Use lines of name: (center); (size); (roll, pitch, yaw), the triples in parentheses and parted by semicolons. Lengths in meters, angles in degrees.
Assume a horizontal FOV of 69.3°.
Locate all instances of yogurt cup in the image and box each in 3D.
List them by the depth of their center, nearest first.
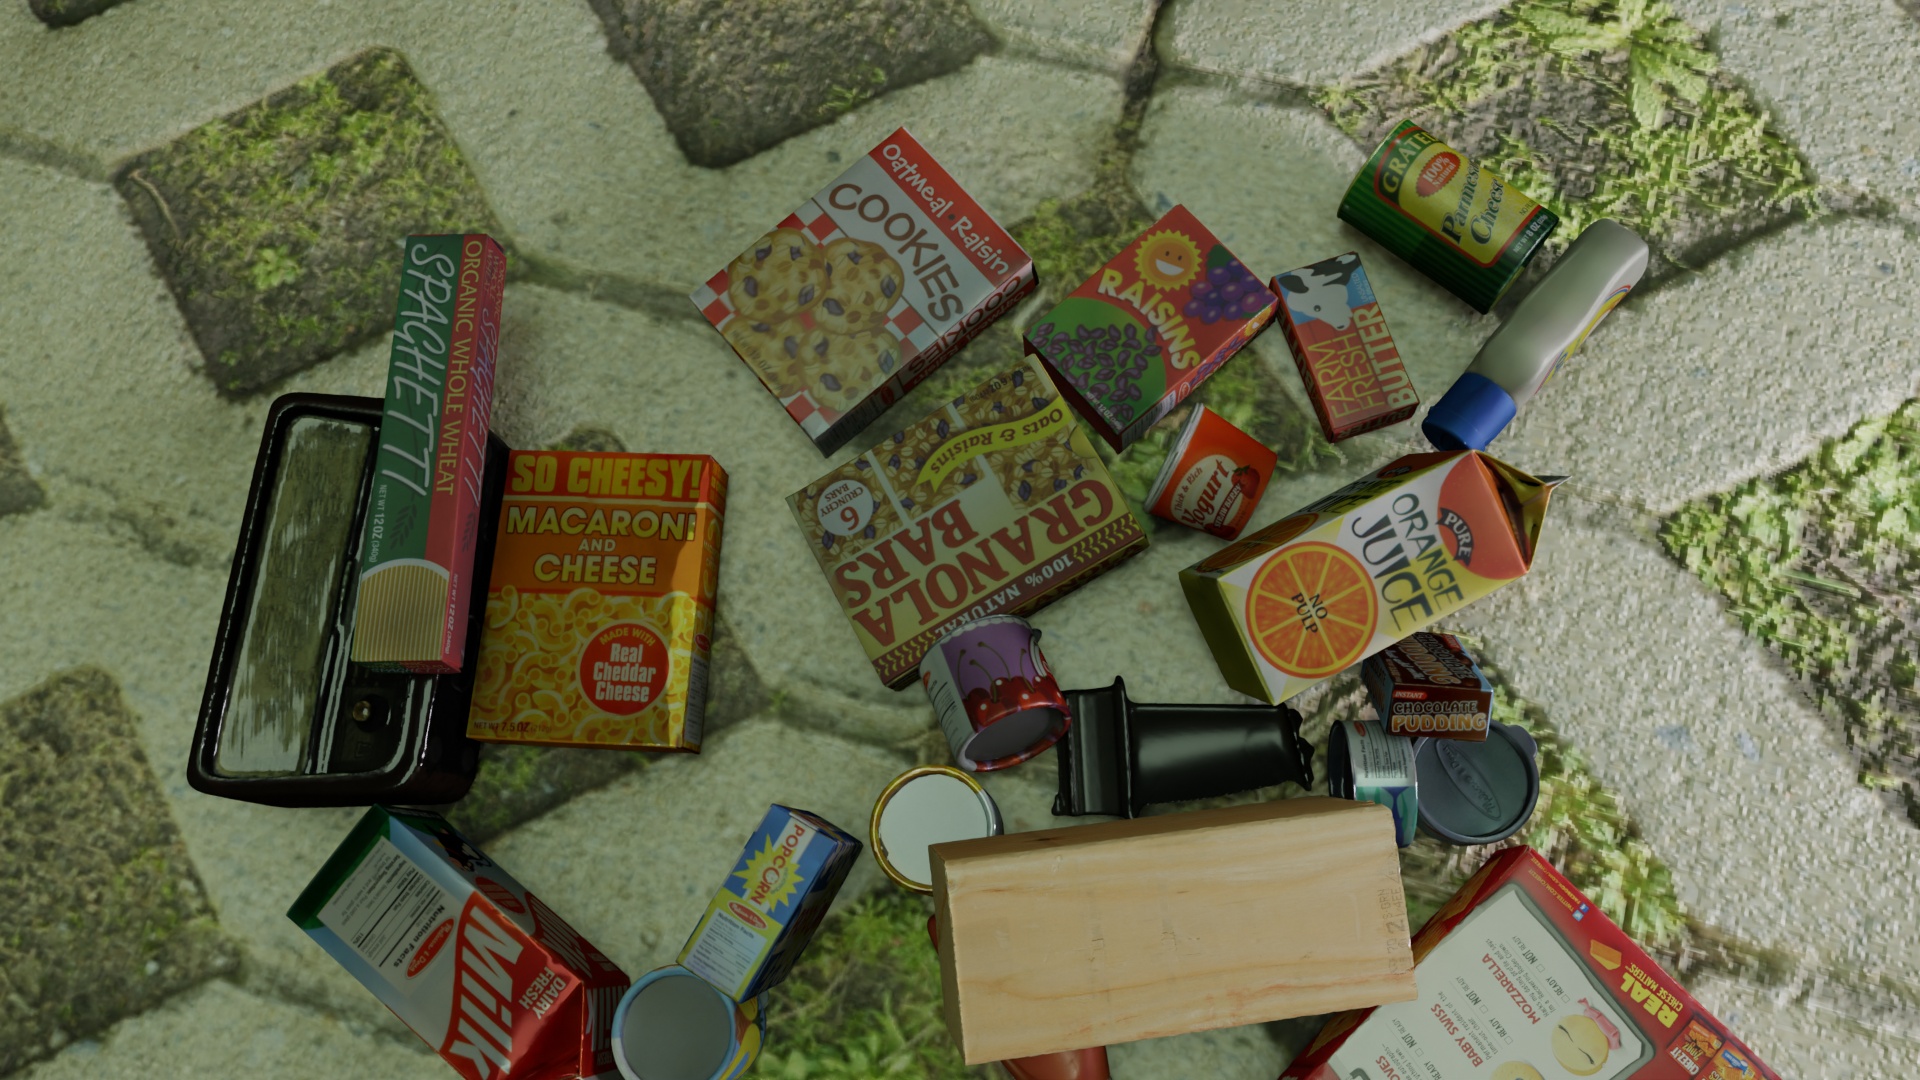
yogurt cup: (0.139, -0.035, 0.766); (0.054, 0.072, 0.072); (27, 79, 4)

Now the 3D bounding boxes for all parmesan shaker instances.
parmesan shaker: (0.279, -0.187, 0.794); (0.103, 0.071, 0.071); (38, 81, 14)

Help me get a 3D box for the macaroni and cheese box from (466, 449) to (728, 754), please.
macaroni and cheese box: (-0.204, 0.034, 0.791); (0.124, 0.040, 0.167); (2, 75, 6)

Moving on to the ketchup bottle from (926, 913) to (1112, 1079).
ketchup bottle: (0.042, 0.246, 0.706); (0.065, 0.043, 0.149); (-28, 74, -3)

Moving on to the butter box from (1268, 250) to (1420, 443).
butter box: (0.219, -0.112, 0.800); (0.053, 0.024, 0.104); (-17, 74, 0)

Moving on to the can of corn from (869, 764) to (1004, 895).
can of corn: (-0.014, 0.153, 0.730); (0.071, 0.058, 0.071); (-1, 74, 5)

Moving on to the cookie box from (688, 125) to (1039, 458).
cookie box: (-0.057, -0.149, 0.829); (0.167, 0.040, 0.123); (-40, 75, -5)

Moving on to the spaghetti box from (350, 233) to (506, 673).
spaghetti box: (-0.287, -0.053, 0.757); (0.050, 0.028, 0.250); (-1, 73, 3)

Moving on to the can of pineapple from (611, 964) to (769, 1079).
can of pineapple: (-0.138, 0.250, 0.714); (0.071, 0.057, 0.071); (-1, 74, 5)

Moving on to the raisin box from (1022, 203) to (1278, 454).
raisin box: (0.110, -0.123, 0.806); (0.123, 0.040, 0.086); (-41, 74, -5)

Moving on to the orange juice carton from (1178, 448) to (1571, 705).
orange juice carton: (0.220, 0.008, 0.729); (0.193, 0.072, 0.073); (-26, 94, -6)

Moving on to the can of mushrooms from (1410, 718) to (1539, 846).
can of mushrooms: (0.265, 0.124, 0.724); (0.071, 0.033, 0.071); (-2, 74, 6)

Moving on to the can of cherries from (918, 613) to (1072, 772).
can of cherries: (0.021, 0.081, 0.736); (0.071, 0.071, 0.058); (-24, 56, -1)

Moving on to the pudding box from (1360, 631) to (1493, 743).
pudding box: (0.239, 0.073, 0.715); (0.050, 0.084, 0.030); (4, 106, 6)

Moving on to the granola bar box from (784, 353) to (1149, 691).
granola bar box: (0.003, -0.010, 0.777); (0.165, 0.039, 0.124); (-30, 74, 2)

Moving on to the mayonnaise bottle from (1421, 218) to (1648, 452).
mayonnaise bottle: (0.317, -0.108, 0.772); (0.041, 0.064, 0.148); (40, 86, 18)

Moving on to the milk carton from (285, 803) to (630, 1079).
milk carton: (-0.246, 0.225, 0.725); (0.191, 0.072, 0.073); (35, 81, 14)

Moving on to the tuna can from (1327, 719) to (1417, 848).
tuna can: (0.211, 0.127, 0.714); (0.033, 0.071, 0.071); (-1, 75, 4)

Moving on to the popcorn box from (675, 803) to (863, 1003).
popcorn box: (-0.091, 0.179, 0.694); (0.038, 0.126, 0.085); (30, 80, 8)
